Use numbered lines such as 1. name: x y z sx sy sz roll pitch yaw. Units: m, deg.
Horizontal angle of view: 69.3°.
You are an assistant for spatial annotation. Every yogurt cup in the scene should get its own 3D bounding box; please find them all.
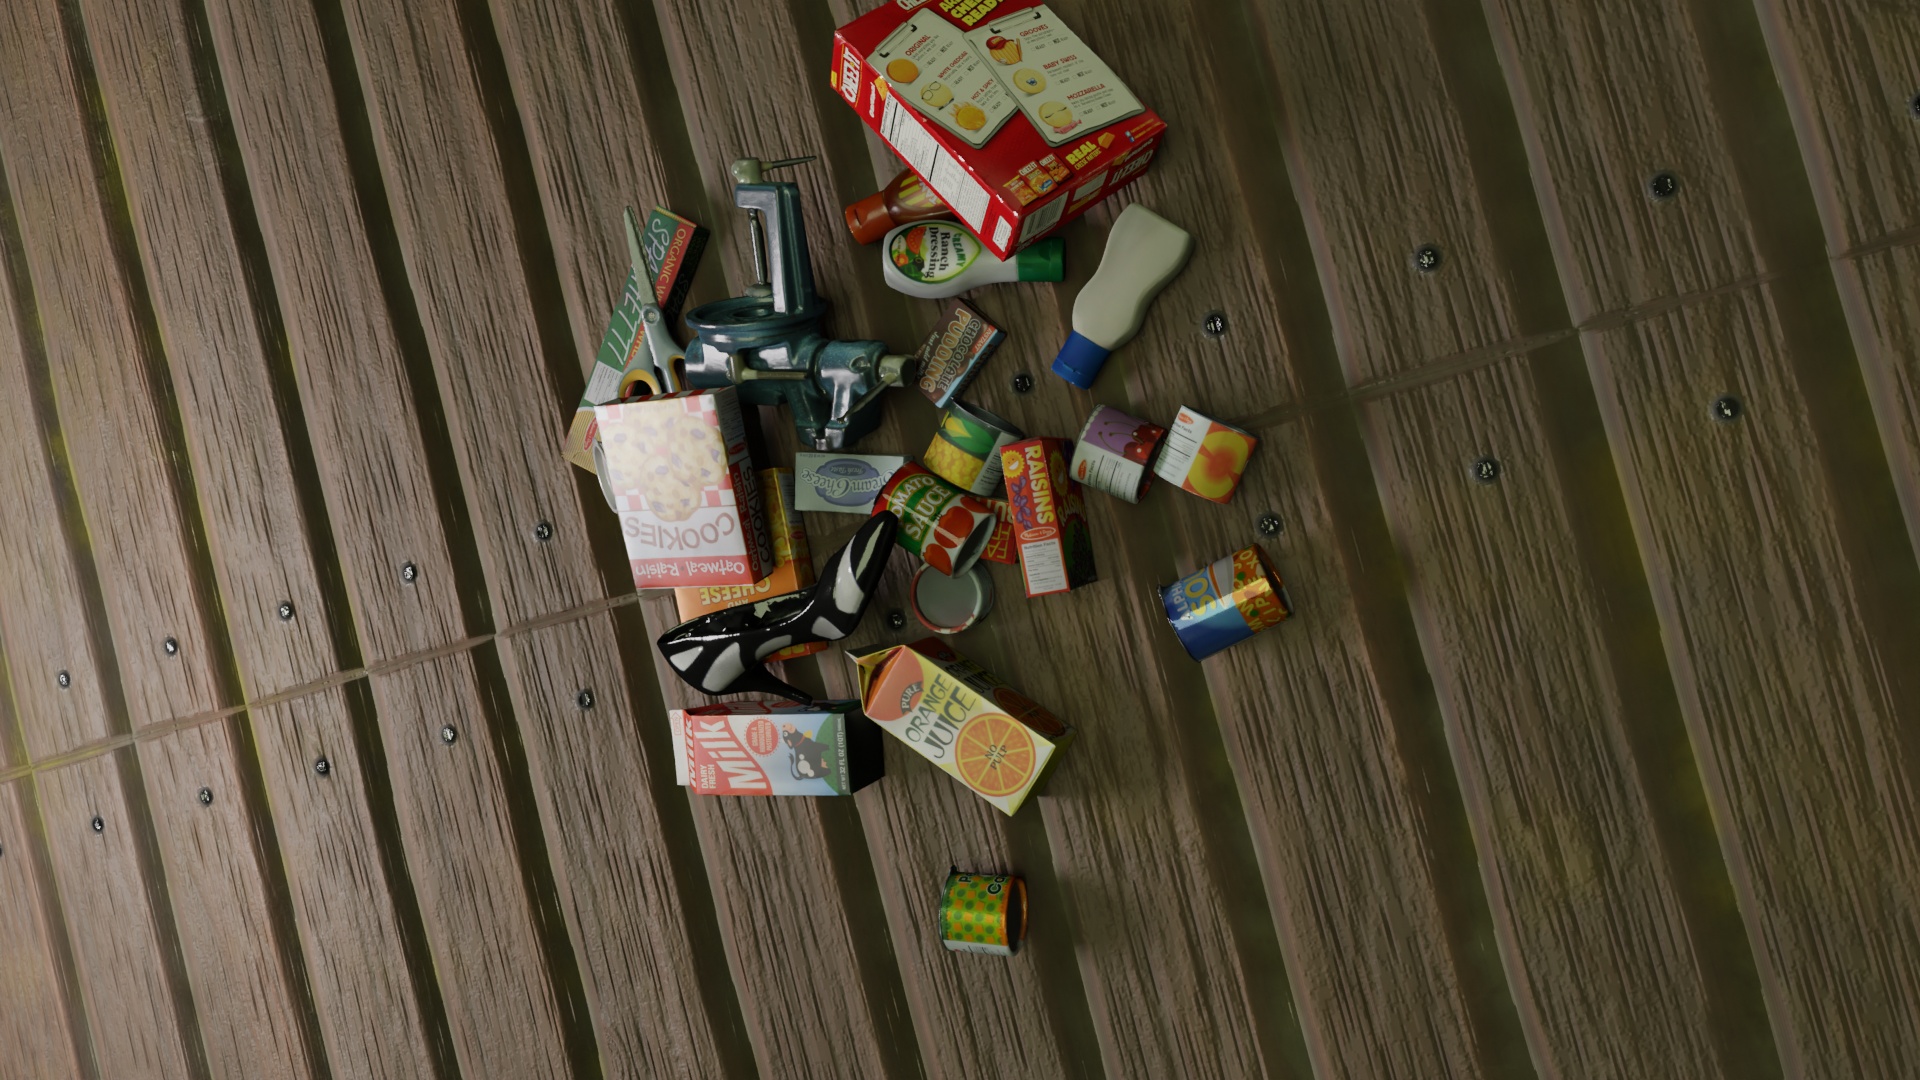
1. yogurt cup: -0.296 -0.063 1.255 0.054 0.072 0.072 -18 85 -23

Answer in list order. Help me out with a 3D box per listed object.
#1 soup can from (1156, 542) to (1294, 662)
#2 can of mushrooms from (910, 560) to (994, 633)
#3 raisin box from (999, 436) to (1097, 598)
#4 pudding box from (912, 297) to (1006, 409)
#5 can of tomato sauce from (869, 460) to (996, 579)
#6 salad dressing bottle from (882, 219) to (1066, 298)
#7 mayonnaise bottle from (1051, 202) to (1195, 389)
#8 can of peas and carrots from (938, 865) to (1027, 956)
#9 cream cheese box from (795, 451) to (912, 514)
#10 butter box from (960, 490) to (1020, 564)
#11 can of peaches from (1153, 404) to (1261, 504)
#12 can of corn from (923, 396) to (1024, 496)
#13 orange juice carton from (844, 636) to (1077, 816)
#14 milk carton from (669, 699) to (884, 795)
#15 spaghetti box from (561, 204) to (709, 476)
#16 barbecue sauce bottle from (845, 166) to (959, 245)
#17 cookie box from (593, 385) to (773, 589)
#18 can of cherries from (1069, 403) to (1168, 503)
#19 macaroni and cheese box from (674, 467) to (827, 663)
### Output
1. soup can: 0.207 0.046 1.084 0.083 0.071 0.071 -29 83 18
2. can of mushrooms: -0.009 0.046 1.180 0.071 0.033 0.071 1 94 19
3. raisin box: 0.072 -0.020 1.120 0.040 0.086 0.123 -11 89 22
4. pudding box: -0.006 -0.157 1.171 0.050 0.030 0.083 42 105 12
5. can of tomato sauce: -0.022 -0.017 1.135 0.083 0.071 0.071 32 103 16
6. salad dressing bottle: 0.012 -0.231 1.142 0.148 0.044 0.064 1 79 7
7. mayonnaise bottle: 0.125 -0.193 1.118 0.065 0.041 0.147 35 104 16
8. can of peas and carrots: 0.020 0.310 1.165 0.059 0.071 0.071 0 93 19
9. cream cheese box: -0.093 -0.050 1.210 0.104 0.024 0.053 3 95 20
10. butter box: 0.004 -0.015 1.177 0.103 0.024 0.053 12 96 19
11. can of peaches: 0.194 -0.067 1.086 0.071 0.071 0.058 27 101 17
12. can of corn: 0.008 -0.078 1.151 0.071 0.071 0.058 31 103 16
13. orange juice carton: -0.007 0.141 1.164 0.193 0.072 0.073 33 102 15
14. milk carton: -0.170 0.181 1.222 0.190 0.073 0.072 -4 92 20
15. spaghetti box: -0.299 -0.181 1.275 0.050 0.029 0.249 27 101 17
16. barbecue sauce bottle: -0.024 -0.293 1.164 0.148 0.044 0.065 -21 83 20
17. cookie box: -0.235 -0.043 1.187 0.123 0.040 0.167 -3 107 24
18. can of cherries: 0.128 -0.071 1.110 0.058 0.071 0.071 22 100 17
19. macaroni and cheese box: -0.194 0.029 1.242 0.123 0.040 0.166 -12 88 20
